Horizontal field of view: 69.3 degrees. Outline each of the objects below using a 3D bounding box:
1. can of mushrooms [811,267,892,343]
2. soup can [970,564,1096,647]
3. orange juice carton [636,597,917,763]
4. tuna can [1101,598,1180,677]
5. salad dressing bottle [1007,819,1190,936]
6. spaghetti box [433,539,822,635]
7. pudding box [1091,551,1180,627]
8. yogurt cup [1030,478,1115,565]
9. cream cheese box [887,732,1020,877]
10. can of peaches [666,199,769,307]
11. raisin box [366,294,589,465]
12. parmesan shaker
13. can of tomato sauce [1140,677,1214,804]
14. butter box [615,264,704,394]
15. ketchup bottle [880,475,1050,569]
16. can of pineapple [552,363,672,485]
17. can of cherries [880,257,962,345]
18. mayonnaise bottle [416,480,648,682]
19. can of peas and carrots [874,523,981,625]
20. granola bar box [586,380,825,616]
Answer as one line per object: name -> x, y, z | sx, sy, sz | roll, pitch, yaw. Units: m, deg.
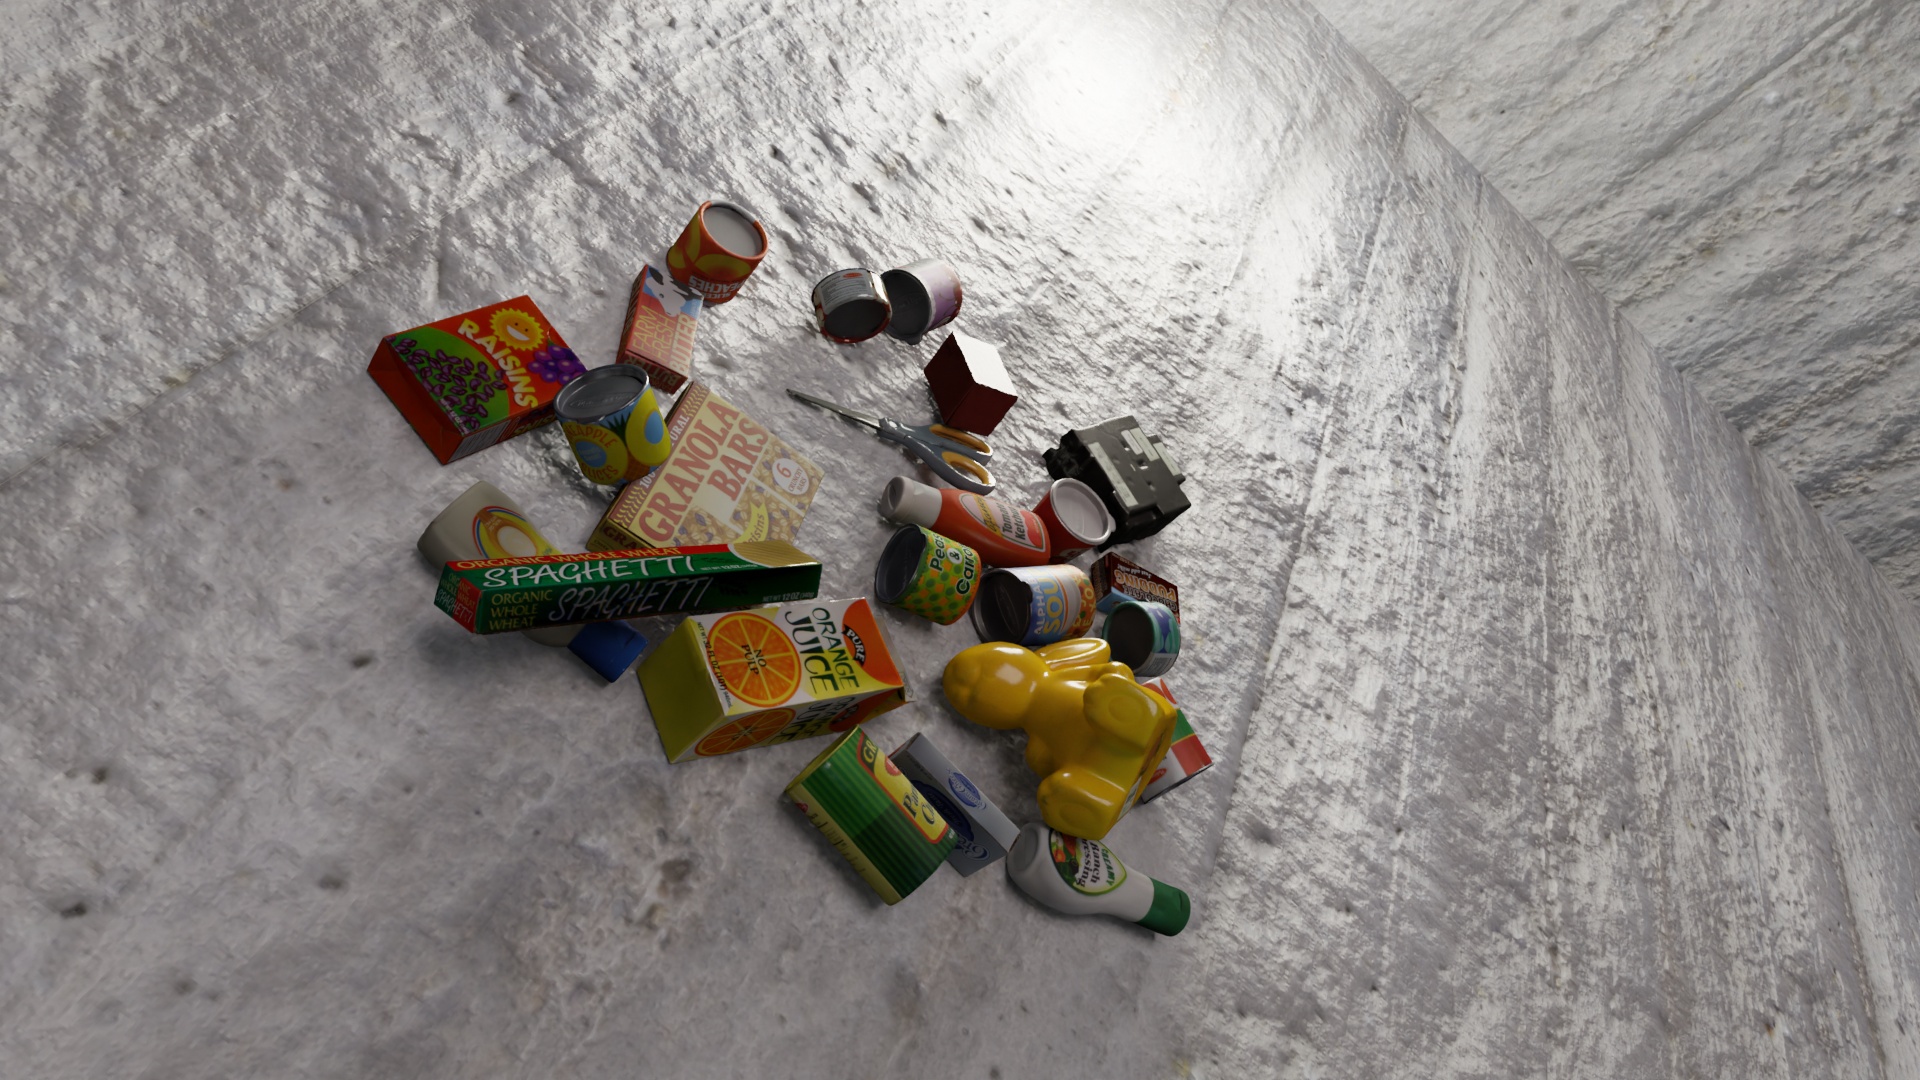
can of mushrooms -> -0.094, -0.203, 1.214 | 0.071, 0.070, 0.033 | 7, 54, -39
soup can -> 0.063, 0.053, 1.140 | 0.084, 0.071, 0.071 | -3, 61, -44
orange juice carton -> -0.112, 0.090, 0.946 | 0.193, 0.072, 0.072 | -4, 61, -45
tuna can -> 0.155, 0.083, 1.204 | 0.033, 0.070, 0.071 | 6, 55, -40
salad dressing bottle -> 0.105, 0.255, 1.033 | 0.147, 0.043, 0.064 | 28, 40, -24
spaghetti box -> -0.198, 0.027, 0.870 | 0.251, 0.028, 0.050 | -4, 22, -45
pudding box -> 0.159, 0.051, 1.264 | 0.083, 0.030, 0.050 | 27, 44, -24
yogurt cup -> 0.092, -0.013, 1.236 | 0.072, 0.053, 0.073 | 25, 44, -26
cream cheese box -> -0.012, 0.186, 0.974 | 0.104, 0.053, 0.024 | 45, 41, -4
can of peaches -> -0.200, -0.237, 1.148 | 0.071, 0.057, 0.071 | 25, 44, -26
raisin box -> -0.323, -0.112, 0.946 | 0.086, 0.040, 0.124 | 50, 38, 4
parmesan shaker -> -0.059, 0.182, 0.927 | 0.103, 0.071, 0.072 | 48, 39, -1
can of tomato sauce -> 0.159, 0.164, 1.142 | 0.071, 0.071, 0.083 | -13, 67, -48
butter box -> -0.234, -0.165, 1.083 | 0.053, 0.024, 0.104 | 26, 44, -27
ketchup bottle -> 0.004, -0.015, 1.164 | 0.149, 0.043, 0.065 | 19, 37, -31
can of pineapple -> -0.238, -0.078, 0.950 | 0.071, 0.071, 0.057 | -72, 156, -47
can of cherries -> -0.039, -0.220, 1.279 | 0.071, 0.071, 0.059 | 51, 38, 4
mayonnaise bottle -> -0.265, 0.030, 0.878 | 0.148, 0.041, 0.065 | 41, 38, -8
can of peas and carrots -> -0.024, 0.026, 1.082 | 0.059, 0.070, 0.071 | 24, 45, -28
granola bar box -> -0.179, -0.025, 1.006 | 0.124, 0.039, 0.166 | 35, 40, -15
